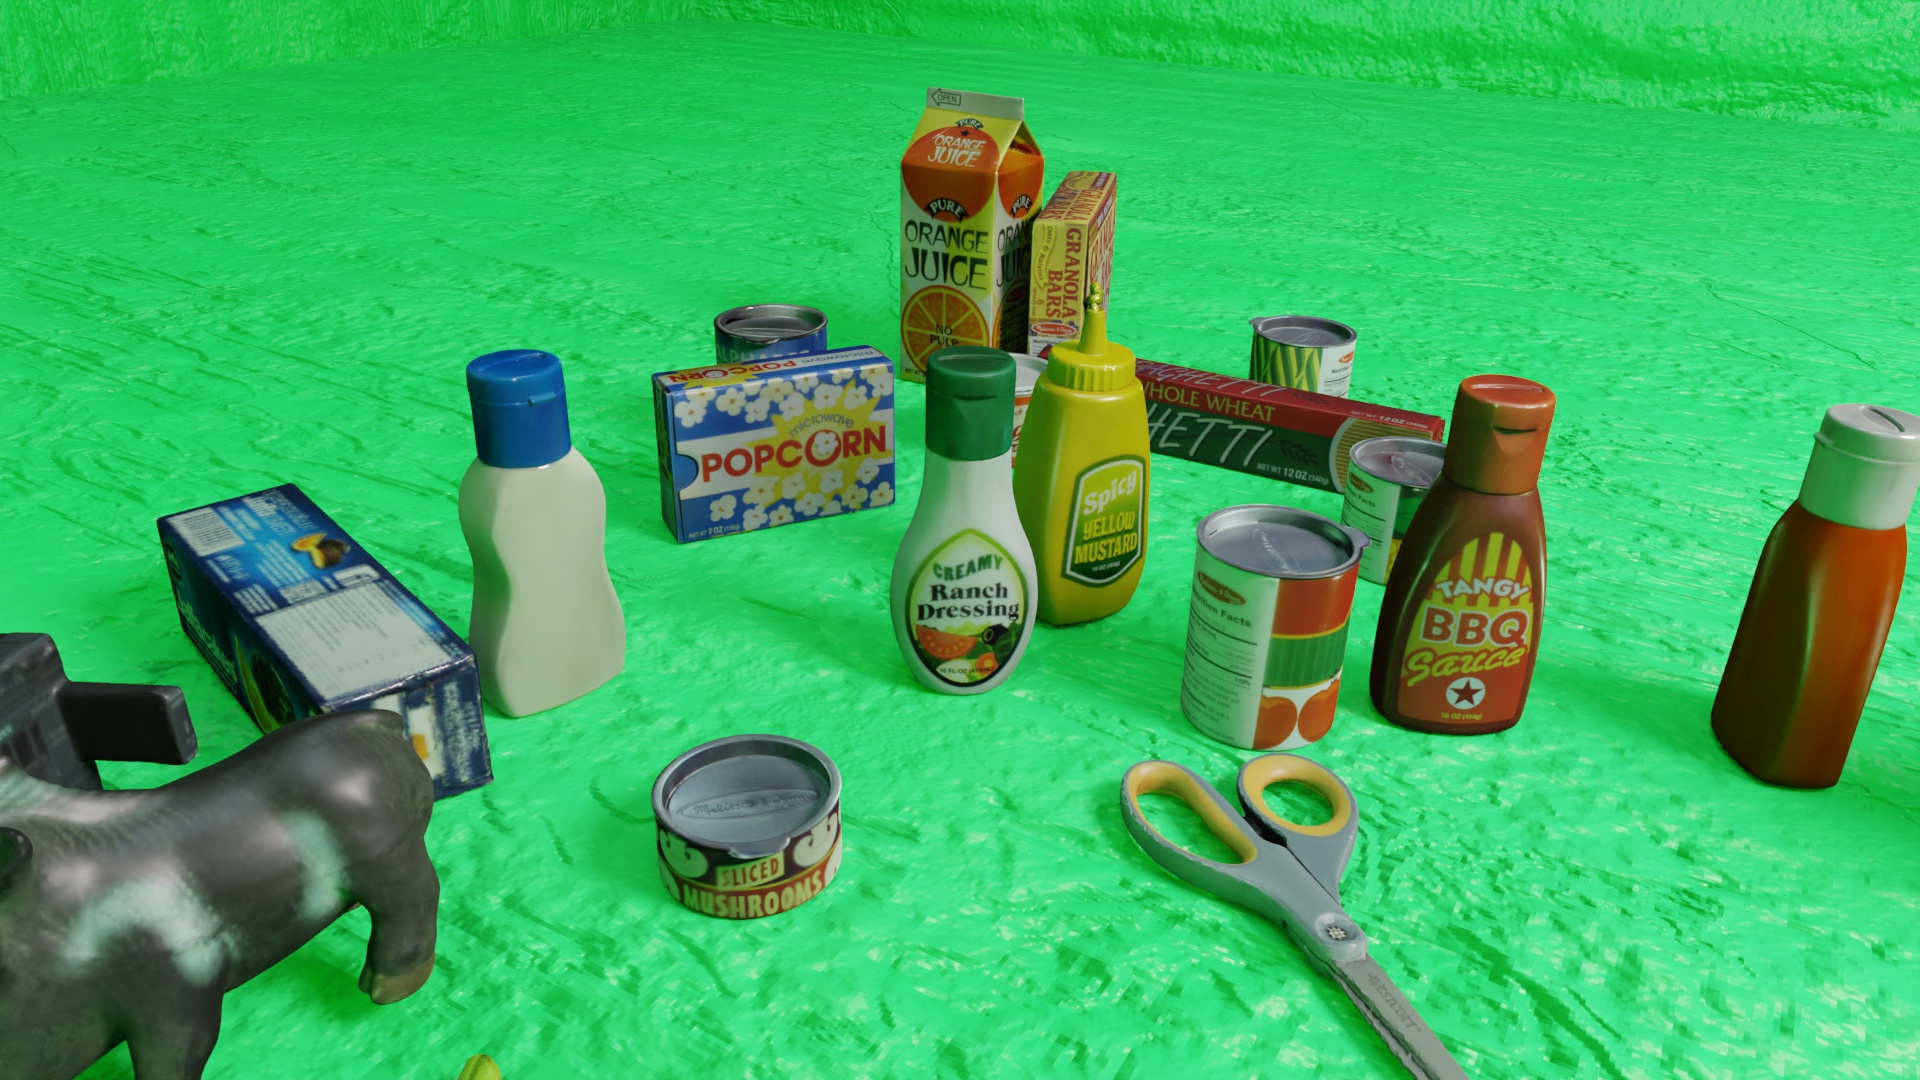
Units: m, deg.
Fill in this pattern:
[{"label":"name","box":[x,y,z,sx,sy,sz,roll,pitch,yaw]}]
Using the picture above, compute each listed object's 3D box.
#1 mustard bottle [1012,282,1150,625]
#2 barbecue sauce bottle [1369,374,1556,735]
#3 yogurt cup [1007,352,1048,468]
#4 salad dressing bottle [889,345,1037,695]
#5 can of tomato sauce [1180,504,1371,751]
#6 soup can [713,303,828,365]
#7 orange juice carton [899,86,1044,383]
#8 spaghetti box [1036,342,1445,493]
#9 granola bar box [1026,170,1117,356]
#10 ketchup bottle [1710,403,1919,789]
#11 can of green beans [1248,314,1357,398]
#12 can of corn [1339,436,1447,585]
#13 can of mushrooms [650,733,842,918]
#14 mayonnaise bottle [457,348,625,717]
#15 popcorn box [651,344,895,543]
[{"label":"mustard bottle","box":[0.057,-0.040,0.643,0.065,0.159,0.049,-14,30,-29]},{"label":"barbecue sauce bottle","box":[0.210,0.007,0.568,0.065,0.147,0.044,2,26,2]},{"label":"yogurt cup","box":[0.026,-0.078,0.838,0.072,0.053,0.073,1,26,0]},{"label":"salad dressing bottle","box":[0.002,-0.007,0.588,0.064,0.147,0.044,-1,26,-5]},{"label":"can of tomato sauce","box":[0.130,0.036,0.580,0.071,0.082,0.071,1,26,0]},{"label":"soup can","box":[-0.112,-0.090,0.822,0.071,0.083,0.071,1,26,0]},{"label":"orange juice carton","box":[0.007,-0.202,0.933,0.072,0.191,0.073,14,29,25]},{"label":"spaghetti box","box":[0.159,-0.072,0.837,0.250,0.050,0.029,15,29,25]},{"label":"granola bar box","box":[0.079,-0.180,0.968,0.039,0.123,0.166,6,27,10]},{"label":"ketchup bottle","box":[0.339,0.021,0.547,0.043,0.148,0.065,4,26,6]},{"label":"can of green beans","box":[0.222,-0.111,0.910,0.071,0.057,0.071,1,26,0]},{"label":"can of corn","box":[0.233,-0.015,0.716,0.071,0.058,0.071,1,26,0]},{"label":"can of mushrooms","box":[-0.075,0.101,0.491,0.071,0.033,0.071,1,26,-1]},{"label":"mayonnaise bottle","box":[-0.174,-0.003,0.570,0.041,0.147,0.065,23,33,37]},{"label":"popcorn box","box":[-0.098,-0.053,0.746,0.127,0.084,0.038,-12,29,-25]}]
